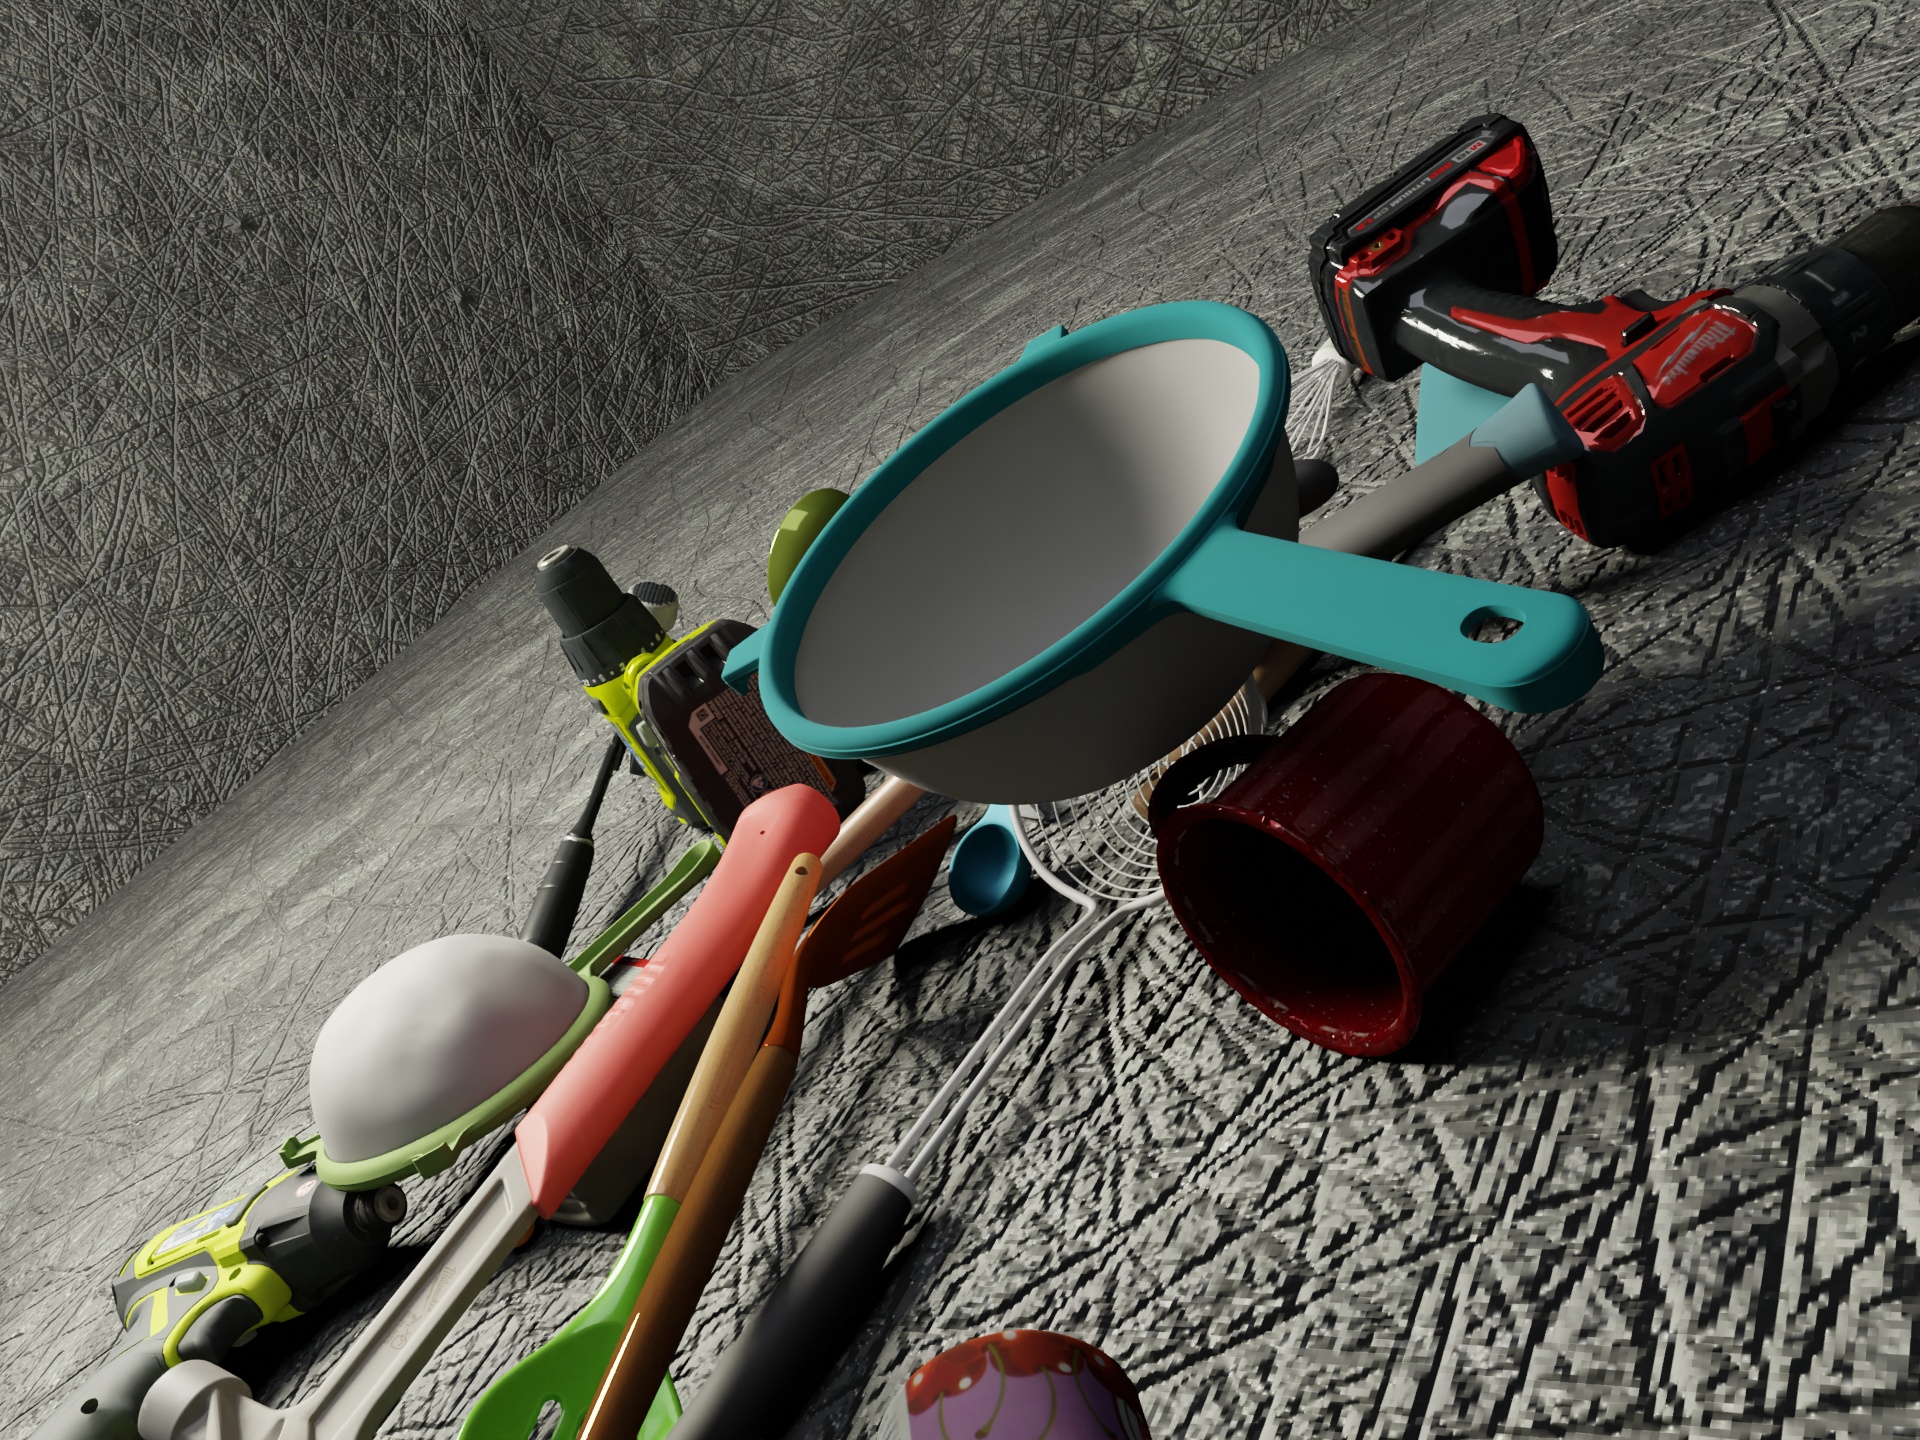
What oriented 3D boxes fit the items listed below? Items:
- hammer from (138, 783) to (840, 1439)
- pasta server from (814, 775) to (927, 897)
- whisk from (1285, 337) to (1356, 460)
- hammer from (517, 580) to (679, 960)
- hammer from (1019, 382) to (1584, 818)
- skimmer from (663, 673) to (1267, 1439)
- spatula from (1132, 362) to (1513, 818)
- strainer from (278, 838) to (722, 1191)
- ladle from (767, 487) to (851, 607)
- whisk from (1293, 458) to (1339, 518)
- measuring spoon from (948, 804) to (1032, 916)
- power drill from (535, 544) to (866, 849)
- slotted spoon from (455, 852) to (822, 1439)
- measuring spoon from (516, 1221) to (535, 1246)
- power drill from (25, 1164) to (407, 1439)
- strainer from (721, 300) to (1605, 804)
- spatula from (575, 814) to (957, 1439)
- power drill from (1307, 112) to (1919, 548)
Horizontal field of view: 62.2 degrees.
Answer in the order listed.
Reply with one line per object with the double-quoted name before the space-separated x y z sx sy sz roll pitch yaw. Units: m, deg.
"hammer" -0.140 0.153 0.632 0.149 0.036 0.359 9 42 27
"pasta server" -0.001 -0.002 0.749 0.316 0.040 0.060 -44 22 17
"whisk" 0.222 -0.210 0.963 0.058 0.059 0.246 21 45 23
"hammer" -0.237 0.071 0.996 0.409 0.036 0.149 -87 11 -57
"hammer" 0.117 -0.047 0.687 0.331 0.033 0.128 -32 18 42
"skimmer" -0.005 0.094 0.550 0.127 0.090 0.363 -3 37 47
"spatula" 0.171 -0.073 0.722 0.317 0.044 0.082 -45 20 -24
"strainer" -0.214 0.115 0.769 0.151 0.069 0.256 -13 22 44
"ladle" -0.131 -0.042 0.986 0.078 0.062 0.320 -44 2 -36
"whisk" 0.046 -0.070 0.776 0.284 0.070 0.070 -18 23 11
"measuring spoon" 0.030 0.025 0.687 0.042 0.021 0.129 7 75 49
"power drill" -0.158 -0.010 0.904 0.080 0.190 0.229 -38 24 -17
"slotted spoon" -0.097 0.158 0.583 0.070 0.031 0.314 13 39 4
"measuring spoon" -0.192 0.204 0.727 0.021 0.011 0.117 -27 17 6
"power drill" -0.344 0.288 0.681 0.171 0.080 0.223 -26 18 24
"strainer" 0.070 -0.028 0.503 0.211 0.095 0.341 -47 31 -11
"spatula" -0.063 0.138 0.555 0.323 0.041 0.081 -67 1 -58
"power drill" 0.278 -0.183 0.678 0.188 0.080 0.227 -35 42 -1
